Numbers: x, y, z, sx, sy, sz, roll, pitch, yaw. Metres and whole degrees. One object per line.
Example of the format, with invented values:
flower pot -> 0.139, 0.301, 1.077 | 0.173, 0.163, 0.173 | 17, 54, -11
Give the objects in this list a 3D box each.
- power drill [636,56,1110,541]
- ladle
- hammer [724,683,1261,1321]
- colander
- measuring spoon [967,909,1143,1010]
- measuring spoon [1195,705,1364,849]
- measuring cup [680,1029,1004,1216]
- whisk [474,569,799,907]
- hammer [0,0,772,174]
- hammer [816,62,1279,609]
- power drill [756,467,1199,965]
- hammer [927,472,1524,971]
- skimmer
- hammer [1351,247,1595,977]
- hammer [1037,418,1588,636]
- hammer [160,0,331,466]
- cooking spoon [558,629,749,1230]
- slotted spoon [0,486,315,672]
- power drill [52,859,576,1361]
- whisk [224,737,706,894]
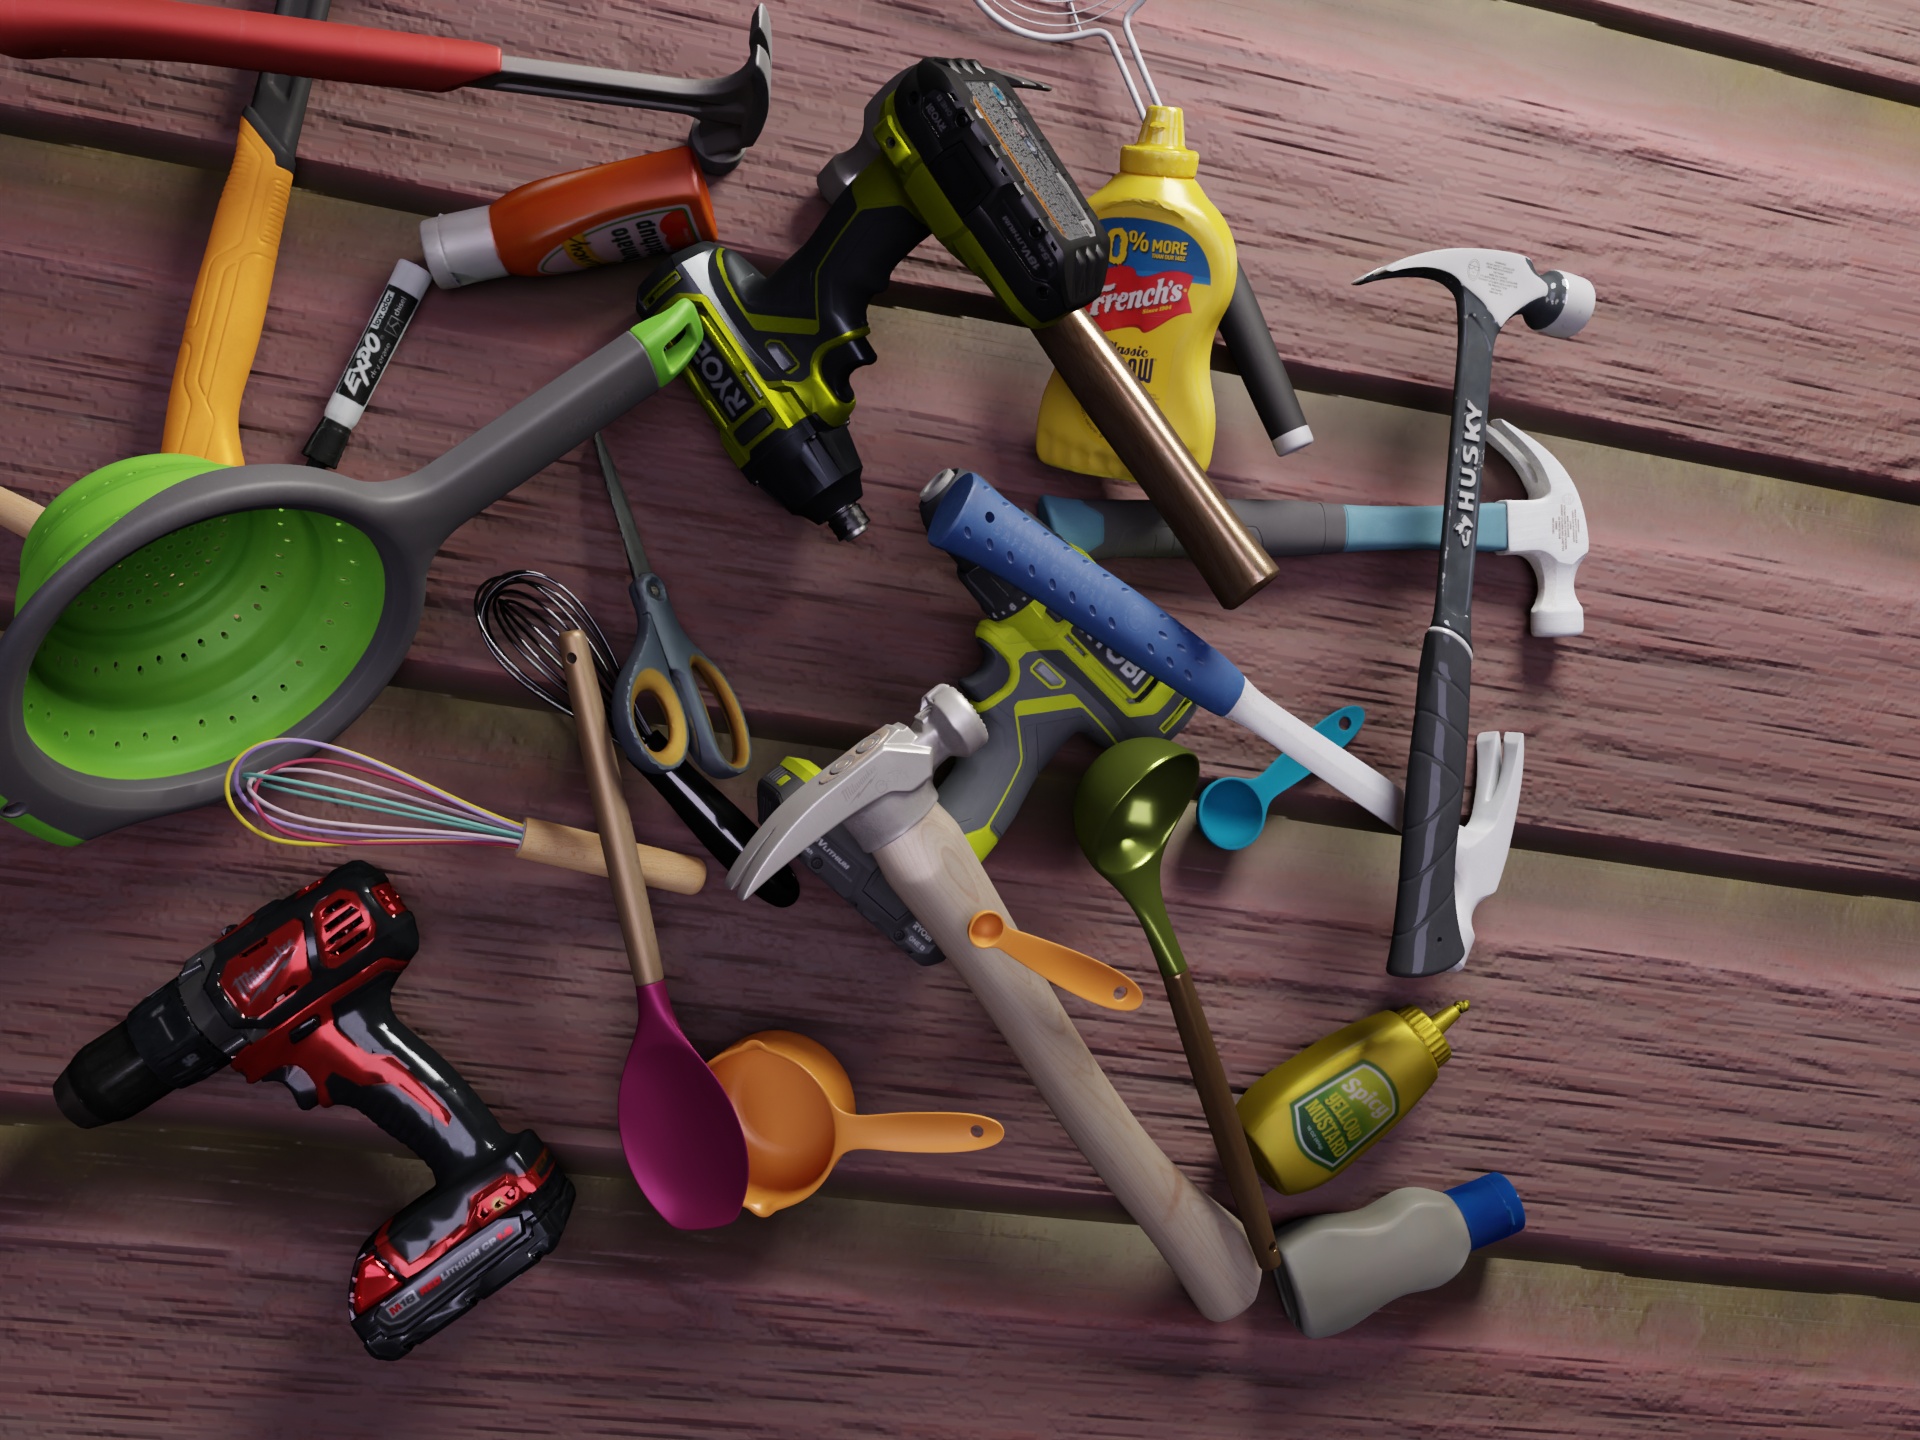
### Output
power drill -> -0.042, -0.208, 0.809 | 0.223, 0.080, 0.171 | -32, 95, 31
ladle -> 0.131, 0.159, 0.852 | 0.078, 0.062, 0.320 | -27, 105, -33
hammer -> 0.043, 0.183, 0.842 | 0.146, 0.038, 0.410 | -38, 112, -12
colander -> -0.305, -0.106, 0.769 | 0.397, 0.204, 0.095 | -38, 68, -14
measuring spoon -> 0.049, 0.123, 0.809 | 0.116, 0.011, 0.021 | 29, 92, -29
measuring spoon -> 0.187, 0.030, 0.934 | 0.128, 0.021, 0.042 | -35, 96, -17
measuring cup -> -0.059, 0.209, 0.845 | 0.173, 0.052, 0.095 | -2, 95, 11
whisk -> -0.169, 0.013, 0.855 | 0.055, 0.055, 0.239 | -43, 102, -7
hammer -> -0.273, -0.322, 0.766 | 0.359, 0.149, 0.037 | 2, 88, -14
hammer -> 0.059, -0.202, 0.829 | 0.130, 0.031, 0.331 | -39, 84, 35
power drill -> -0.001, -0.003, 0.857 | 0.190, 0.080, 0.228 | 44, 82, -18
hammer -> 0.157, -0.013, 0.863 | 0.405, 0.035, 0.144 | 32, 75, -23
skimmer -> 0.109, -0.315, 0.866 | 0.127, 0.090, 0.363 | -23, 91, 16
hammer -> 0.269, -0.062, 0.880 | 0.149, 0.036, 0.409 | 8, 86, -23
hammer -> 0.208, -0.110, 0.925 | 0.331, 0.033, 0.128 | -1, 92, -10
hammer -> -0.370, -0.277, 0.819 | 0.127, 0.034, 0.337 | 12, 88, -11
cooking spoon -> -0.165, 0.110, 0.820 | 0.069, 0.017, 0.319 | -11, 94, 14
slotted spoon -> -0.474, -0.100, 0.807 | 0.313, 0.031, 0.070 | 28, 86, -11
power drill -> -0.325, 0.209, 0.813 | 0.188, 0.080, 0.226 | -34, 93, -8
whisk -> -0.251, 0.059, 0.824 | 0.244, 0.051, 0.047 | 16, 63, -23
